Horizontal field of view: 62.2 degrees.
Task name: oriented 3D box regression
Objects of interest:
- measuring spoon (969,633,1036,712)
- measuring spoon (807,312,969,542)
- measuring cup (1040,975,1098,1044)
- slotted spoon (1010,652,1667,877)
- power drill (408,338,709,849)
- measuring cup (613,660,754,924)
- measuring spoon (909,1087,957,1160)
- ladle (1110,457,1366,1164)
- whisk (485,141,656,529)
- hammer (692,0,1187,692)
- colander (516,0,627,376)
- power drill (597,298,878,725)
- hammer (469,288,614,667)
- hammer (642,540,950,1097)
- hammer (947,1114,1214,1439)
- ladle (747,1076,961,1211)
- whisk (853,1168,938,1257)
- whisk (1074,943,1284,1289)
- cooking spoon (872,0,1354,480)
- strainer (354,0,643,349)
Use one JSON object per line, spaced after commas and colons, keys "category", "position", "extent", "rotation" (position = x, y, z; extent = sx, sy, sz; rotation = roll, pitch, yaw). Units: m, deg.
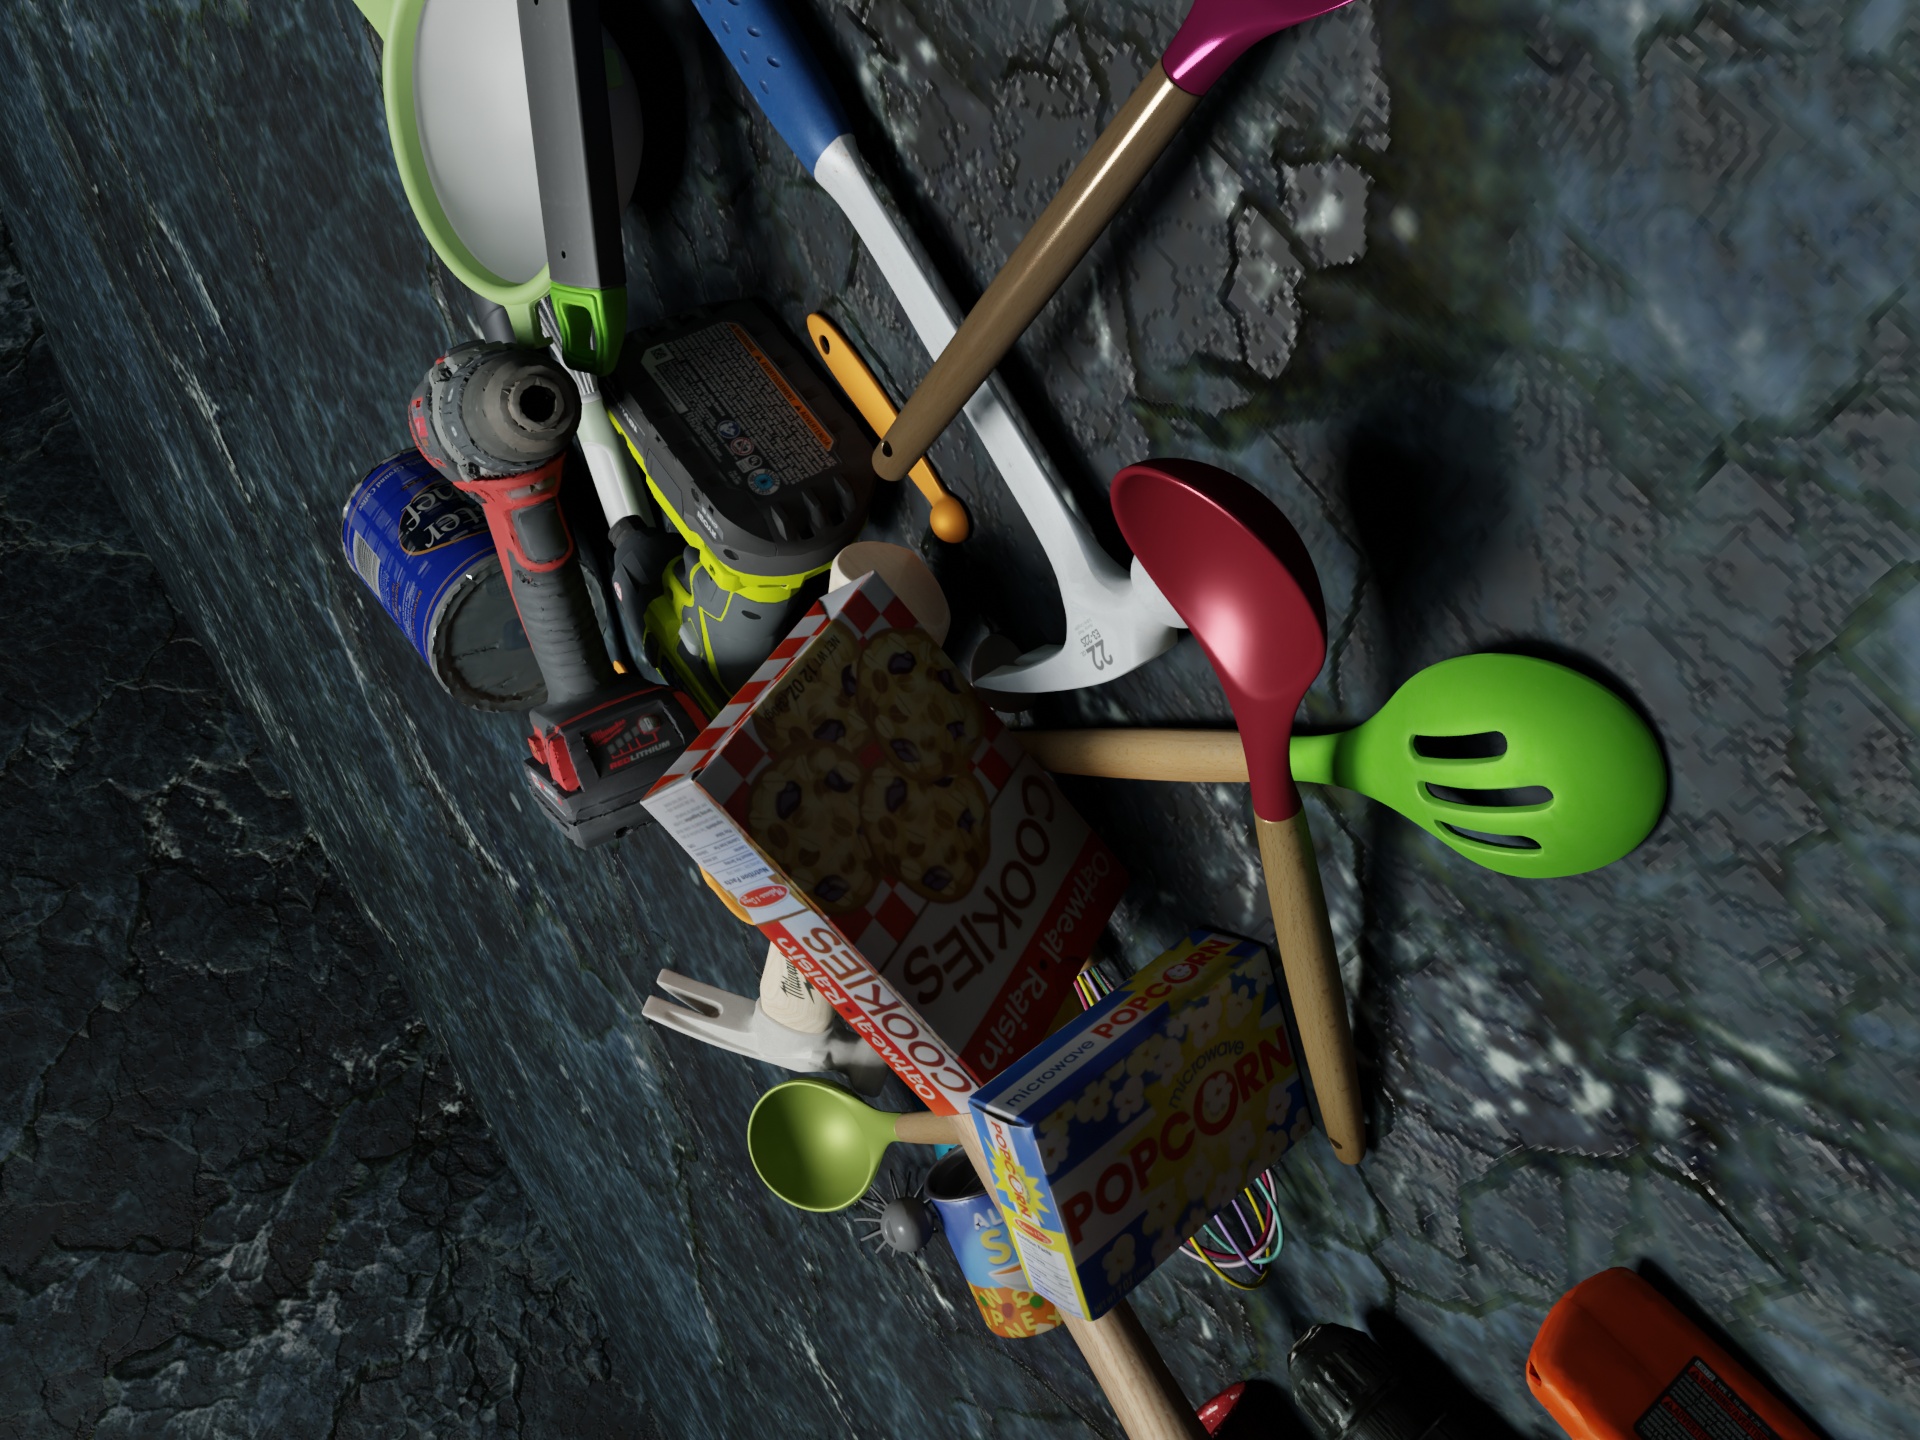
{"category": "measuring spoon", "position": [-0.001, -0.002, 0.686], "extent": [0.034, 0.018, 0.124], "rotation": [59, 152, 6]}
{"category": "measuring spoon", "position": [-0.033, -0.118, 0.643], "extent": [0.117, 0.011, 0.021], "rotation": [56, 151, 12]}
{"category": "measuring cup", "position": [0.019, 0.092, 0.715], "extent": [0.029, 0.062, 0.156], "rotation": [120, 130, -74]}
{"category": "slotted spoon", "position": [0.092, 0.014, 0.540], "extent": [0.314, 0.031, 0.070], "rotation": [1, 118, 60]}
{"category": "power drill", "position": [-0.179, -0.061, 0.719], "extent": [0.188, 0.080, 0.226], "rotation": [16, 127, 64]}
{"category": "measuring cup", "position": [-0.136, 0.030, 0.905], "extent": [0.174, 0.052, 0.095], "rotation": [58, 152, 11]}
{"category": "measuring spoon", "position": [-0.001, 0.244, 0.912], "extent": [0.042, 0.021, 0.128], "rotation": [37, 152, 38]}
{"category": "ladle", "position": [0.103, 0.046, 0.496], "extent": [0.069, 0.031, 0.315], "rotation": [31, 151, 45]}
{"category": "whisk", "position": [-0.197, -0.178, 0.831], "extent": [0.058, 0.059, 0.246], "rotation": [7, 129, 25]}
{"category": "hammer", "position": [-0.043, -0.190, 0.573], "extent": [0.405, 0.035, 0.144], "rotation": [59, 152, 5]}
{"category": "colander", "position": [-0.177, -0.312, 0.546], "extent": [0.205, 0.094, 0.396], "rotation": [21, 122, 40]}
{"category": "power drill", "position": [-0.116, -0.081, 0.750], "extent": [0.171, 0.080, 0.223], "rotation": [52, 153, 18]}
{"category": "hammer", "position": [-0.252, -0.174, 0.937], "extent": [0.149, 0.036, 0.408], "rotation": [31, 138, 46]}
{"category": "hammer", "position": [-0.078, 0.063, 0.780], "extent": [0.146, 0.038, 0.410], "rotation": [18, 140, 2]}
{"category": "hammer", "position": [0.013, 0.171, 0.671], "extent": [0.331, 0.031, 0.130], "rotation": [59, 143, 6]}
{"category": "ladle", "position": [-0.025, 0.207, 0.787], "extent": [0.078, 0.062, 0.320], "rotation": [63, 150, 0]}
{"category": "whisk", "position": [-0.033, 0.282, 0.904], "extent": [0.055, 0.055, 0.239], "rotation": [56, 168, 11]}
{"category": "whisk", "position": [0.062, 0.125, 0.669], "extent": [0.245, 0.047, 0.051], "rotation": [59, 153, 12]}
{"category": "cooking spoon", "position": [0.047, -0.157, 0.431], "extent": [0.069, 0.017, 0.318], "rotation": [59, 142, 9]}
{"category": "strainer", "position": [-0.219, -0.303, 0.720], "extent": [0.256, 0.069, 0.151], "rotation": [50, 137, 18]}
